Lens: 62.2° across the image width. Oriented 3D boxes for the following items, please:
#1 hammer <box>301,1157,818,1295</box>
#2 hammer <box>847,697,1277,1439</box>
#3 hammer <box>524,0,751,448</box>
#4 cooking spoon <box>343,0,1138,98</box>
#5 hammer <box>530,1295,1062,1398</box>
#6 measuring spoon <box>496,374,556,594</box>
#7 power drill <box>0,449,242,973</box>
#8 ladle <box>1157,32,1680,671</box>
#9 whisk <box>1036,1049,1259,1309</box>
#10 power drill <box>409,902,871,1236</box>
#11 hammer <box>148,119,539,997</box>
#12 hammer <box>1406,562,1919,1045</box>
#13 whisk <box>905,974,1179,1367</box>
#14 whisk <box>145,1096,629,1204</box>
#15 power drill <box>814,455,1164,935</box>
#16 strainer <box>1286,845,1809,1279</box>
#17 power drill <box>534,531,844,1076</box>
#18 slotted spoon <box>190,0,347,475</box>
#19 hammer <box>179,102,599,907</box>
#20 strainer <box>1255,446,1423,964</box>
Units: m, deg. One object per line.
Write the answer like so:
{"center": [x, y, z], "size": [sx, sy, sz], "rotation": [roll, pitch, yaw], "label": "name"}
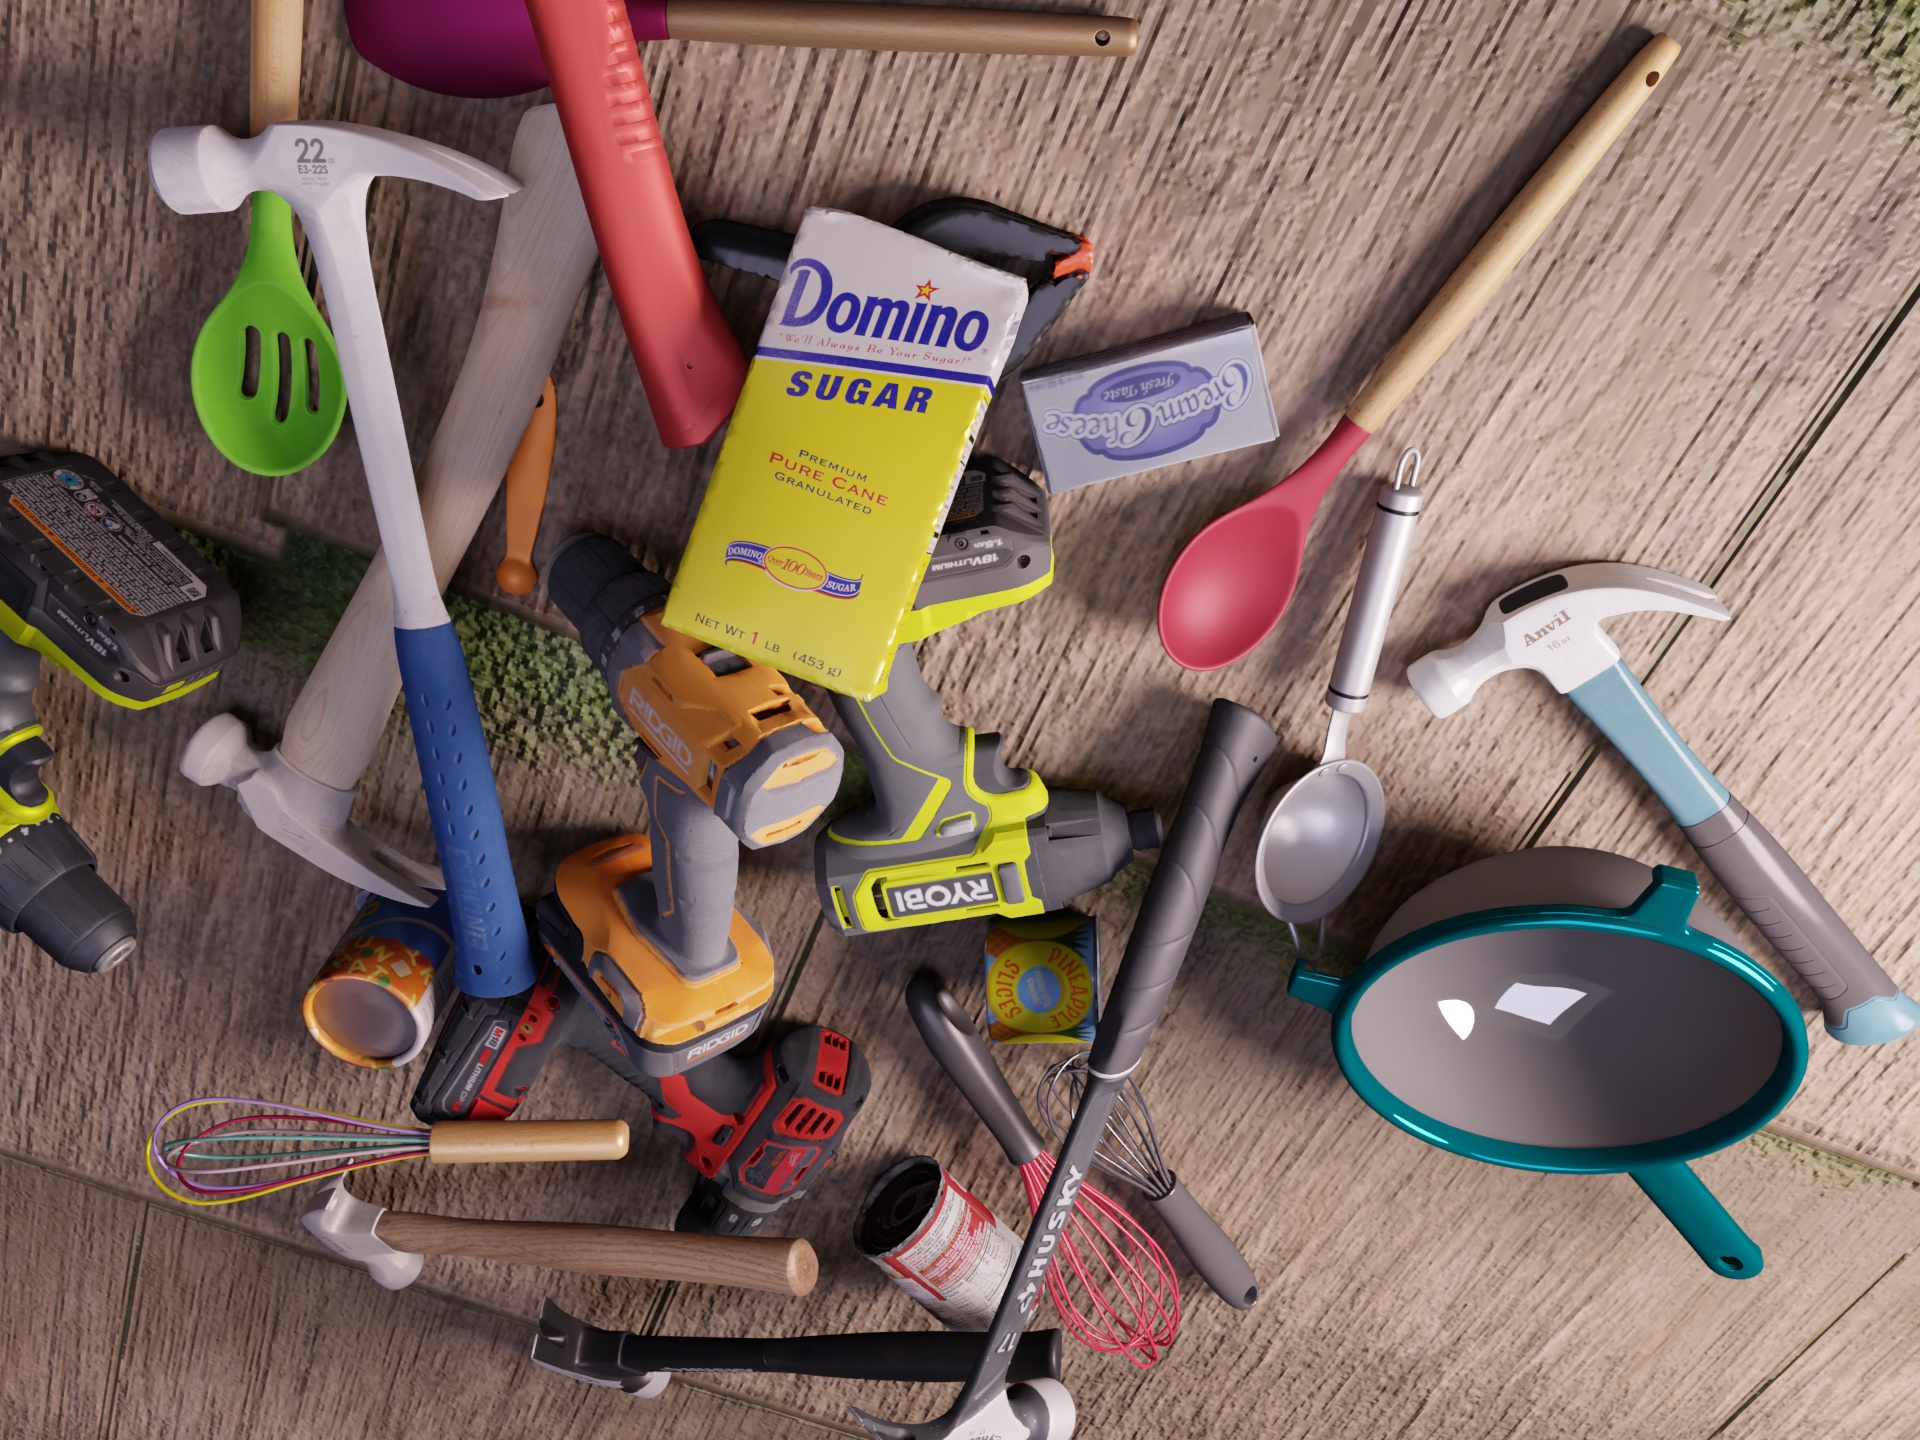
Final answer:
{"center": [-0.237, 0.299, 0.912], "size": [0.331, 0.031, 0.129], "rotation": [-3, 139, 22], "label": "hammer"}
{"center": [0.064, 0.183, 0.778], "size": [0.149, 0.036, 0.409], "rotation": [14, 98, -46], "label": "hammer"}
{"center": [-0.155, -0.275, 0.589], "size": [0.149, 0.037, 0.358], "rotation": [-14, 113, -2], "label": "hammer"}
{"center": [-0.090, -0.276, 0.628], "size": [0.319, 0.017, 0.068], "rotation": [4, 120, 4], "label": "cooking spoon"}
{"center": [-0.096, 0.372, 0.934], "size": [0.335, 0.035, 0.146], "rotation": [-9, 146, 23], "label": "hammer"}
{"center": [-0.203, -0.109, 0.740], "size": [0.021, 0.011, 0.116], "rotation": [14, 120, -3], "label": "measuring spoon"}
{"center": [-0.447, 0.003, 0.772], "size": [0.190, 0.080, 0.228], "rotation": [43, 116, -1], "label": "power drill"}
{"center": [0.185, -0.147, 0.674], "size": [0.069, 0.031, 0.315], "rotation": [20, 120, -32], "label": "ladle"}
{"center": [0.114, 0.272, 0.916], "size": [0.055, 0.055, 0.238], "rotation": [-26, 119, 19], "label": "whisk"}
{"center": [-0.184, 0.218, 0.897], "size": [0.226, 0.080, 0.187], "rotation": [26, 120, -14], "label": "power drill"}
{"center": [-0.237, -0.053, 0.709], "size": [0.144, 0.035, 0.405], "rotation": [0, 115, 9], "label": "hammer"}
{"center": [0.366, 0.051, 0.772], "size": [0.128, 0.033, 0.330], "rotation": [-37, 111, 24], "label": "hammer"}
{"center": [0.047, 0.260, 0.910], "size": [0.073, 0.073, 0.295], "rotation": [-24, 110, 18], "label": "whisk"}
{"center": [-0.298, 0.225, 0.832], "size": [0.245, 0.047, 0.051], "rotation": [0, 141, -5], "label": "whisk"}
{"center": [-0.001, -0.002, 0.750], "size": [0.171, 0.080, 0.223], "rotation": [-10, 122, 7], "label": "power drill"}
{"center": [0.331, 0.168, 0.811], "size": [0.211, 0.095, 0.340], "rotation": [-23, 126, 34], "label": "strainer"}
{"center": [-0.147, 0.036, 0.757], "size": [0.185, 0.084, 0.226], "rotation": [44, 135, 28], "label": "power drill"}
{"center": [-0.281, -0.251, 0.656], "size": [0.070, 0.031, 0.313], "rotation": [14, 119, -3], "label": "slotted spoon"}
{"center": [-0.233, -0.088, 0.732], "size": [0.146, 0.038, 0.410], "rotation": [33, 117, -4], "label": "hammer"}
{"center": [0.180, -0.005, 0.751], "size": [0.087, 0.050, 0.258], "rotation": [-9, 121, -33], "label": "strainer"}
